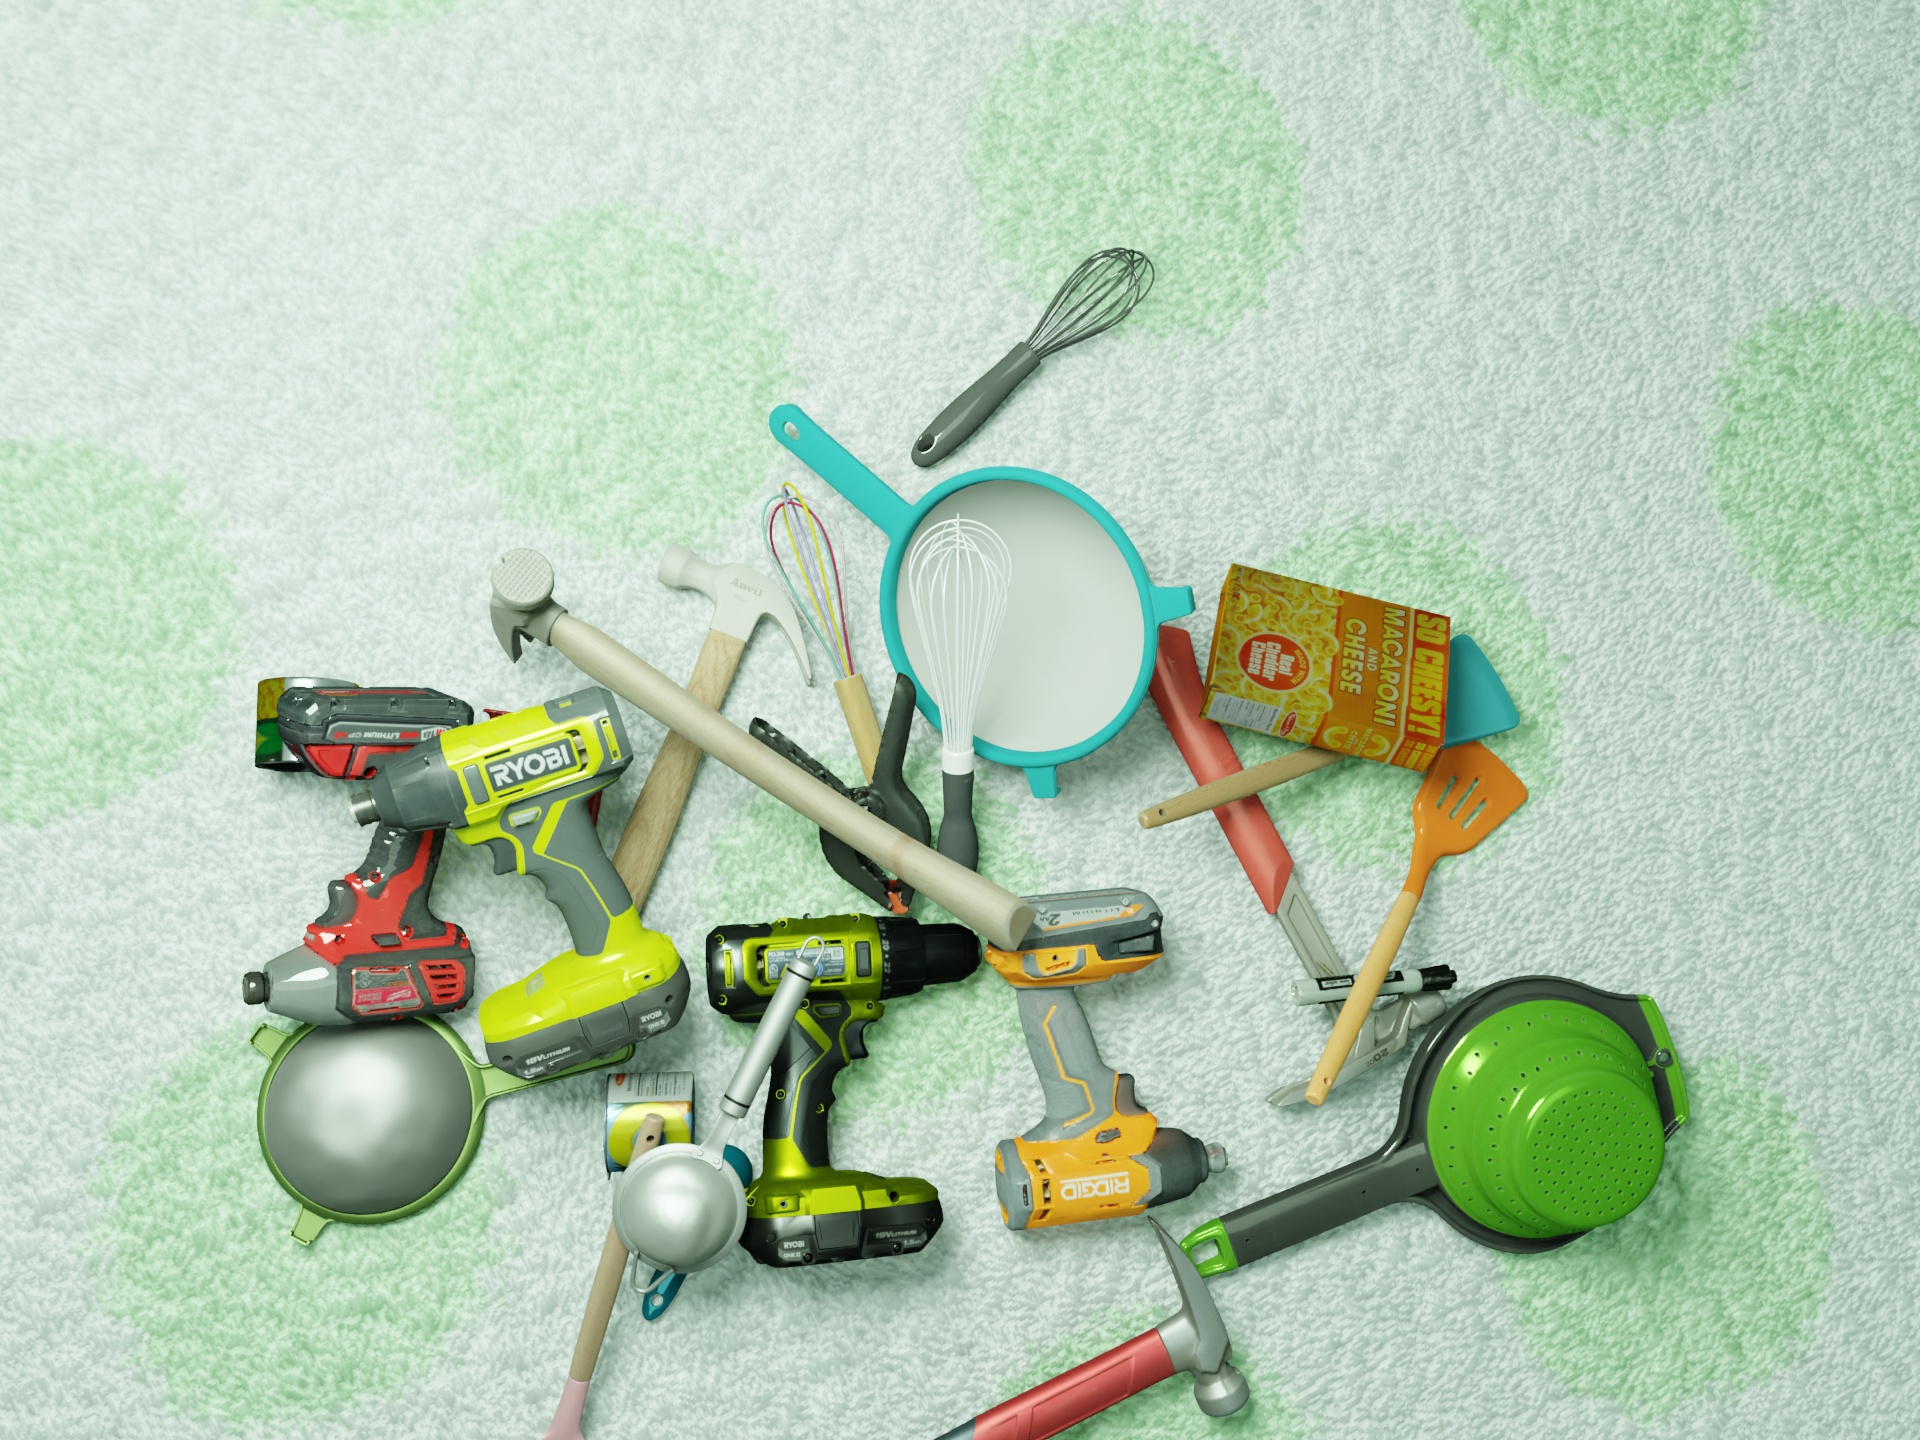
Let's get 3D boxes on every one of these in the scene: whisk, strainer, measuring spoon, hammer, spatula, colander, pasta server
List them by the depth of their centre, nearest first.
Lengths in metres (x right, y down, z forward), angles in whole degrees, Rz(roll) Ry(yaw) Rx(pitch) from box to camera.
[{"bbox_3d":[-0.151,0.255,1.024,0.087,0.050,0.258,27,84,-5],"label":"strainer"},{"bbox_3d":[-0.242,0.410,1.043,0.060,0.040,0.316,15,96,-18],"label":"pasta server"},{"bbox_3d":[-0.132,0.032,1.058,0.410,0.146,0.038,34,70,-2],"label":"hammer"},{"bbox_3d":[-0.347,0.251,1.063,0.256,0.069,0.151,-13,85,-7],"label":"strainer"},{"bbox_3d":[0.001,0.484,1.087,0.386,0.038,0.143,-24,96,-8],"label":"hammer"},{"bbox_3d":[-0.002,-0.003,1.090,0.070,0.070,0.284,-3,114,-7],"label":"whisk"},{"bbox_3d":[-0.185,0.354,1.094,0.042,0.021,0.129,28,79,-3],"label":"measuring spoon"},{"bbox_3d":[0.348,0.319,1.116,0.397,0.094,0.204,-21,96,-5],"label":"colander"},{"bbox_3d":[-0.205,0.047,1.125,0.130,0.031,0.331,21,82,-4],"label":"hammer"},{"bbox_3d":[-0.087,-0.051,1.129,0.051,0.047,0.245,-26,100,-50],"label":"whisk"},{"bbox_3d":[0.008,-0.121,1.134,0.340,0.095,0.211,42,122,13],"label":"strainer"},{"bbox_3d":[0.319,0.141,1.139,0.081,0.041,0.323,40,56,-5],"label":"spatula"},{"bbox_3d":[0.264,0.020,1.154,0.317,0.044,0.082,-18,72,-25],"label":"spatula"},{"bbox_3d":[0.210,0.095,1.167,0.149,0.036,0.359,-28,88,-9],"label":"hammer"},{"bbox_3d":[0.084,-0.087,1.182,0.034,0.018,0.124,24,82,-4],"label":"measuring spoon"},{"bbox_3d":[0.053,-0.271,1.188,0.239,0.055,0.055,-44,90,-5],"label":"whisk"}]

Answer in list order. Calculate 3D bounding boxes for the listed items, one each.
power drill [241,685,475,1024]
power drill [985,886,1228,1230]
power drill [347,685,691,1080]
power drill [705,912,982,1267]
[{"bbox_3d":[-0.390,0.090,1.038,0.143,0.079,0.219,-1,98,-35],"label":"power drill"},{"bbox_3d":[0.100,0.235,1.117,0.164,0.084,0.226,-4,88,-8],"label":"power drill"},{"bbox_3d":[-0.275,0.106,1.018,0.171,0.080,0.223,-19,107,-14],"label":"power drill"},{"bbox_3d":[-0.074,0.246,1.095,0.190,0.080,0.228,-1,81,-15],"label":"power drill"}]
